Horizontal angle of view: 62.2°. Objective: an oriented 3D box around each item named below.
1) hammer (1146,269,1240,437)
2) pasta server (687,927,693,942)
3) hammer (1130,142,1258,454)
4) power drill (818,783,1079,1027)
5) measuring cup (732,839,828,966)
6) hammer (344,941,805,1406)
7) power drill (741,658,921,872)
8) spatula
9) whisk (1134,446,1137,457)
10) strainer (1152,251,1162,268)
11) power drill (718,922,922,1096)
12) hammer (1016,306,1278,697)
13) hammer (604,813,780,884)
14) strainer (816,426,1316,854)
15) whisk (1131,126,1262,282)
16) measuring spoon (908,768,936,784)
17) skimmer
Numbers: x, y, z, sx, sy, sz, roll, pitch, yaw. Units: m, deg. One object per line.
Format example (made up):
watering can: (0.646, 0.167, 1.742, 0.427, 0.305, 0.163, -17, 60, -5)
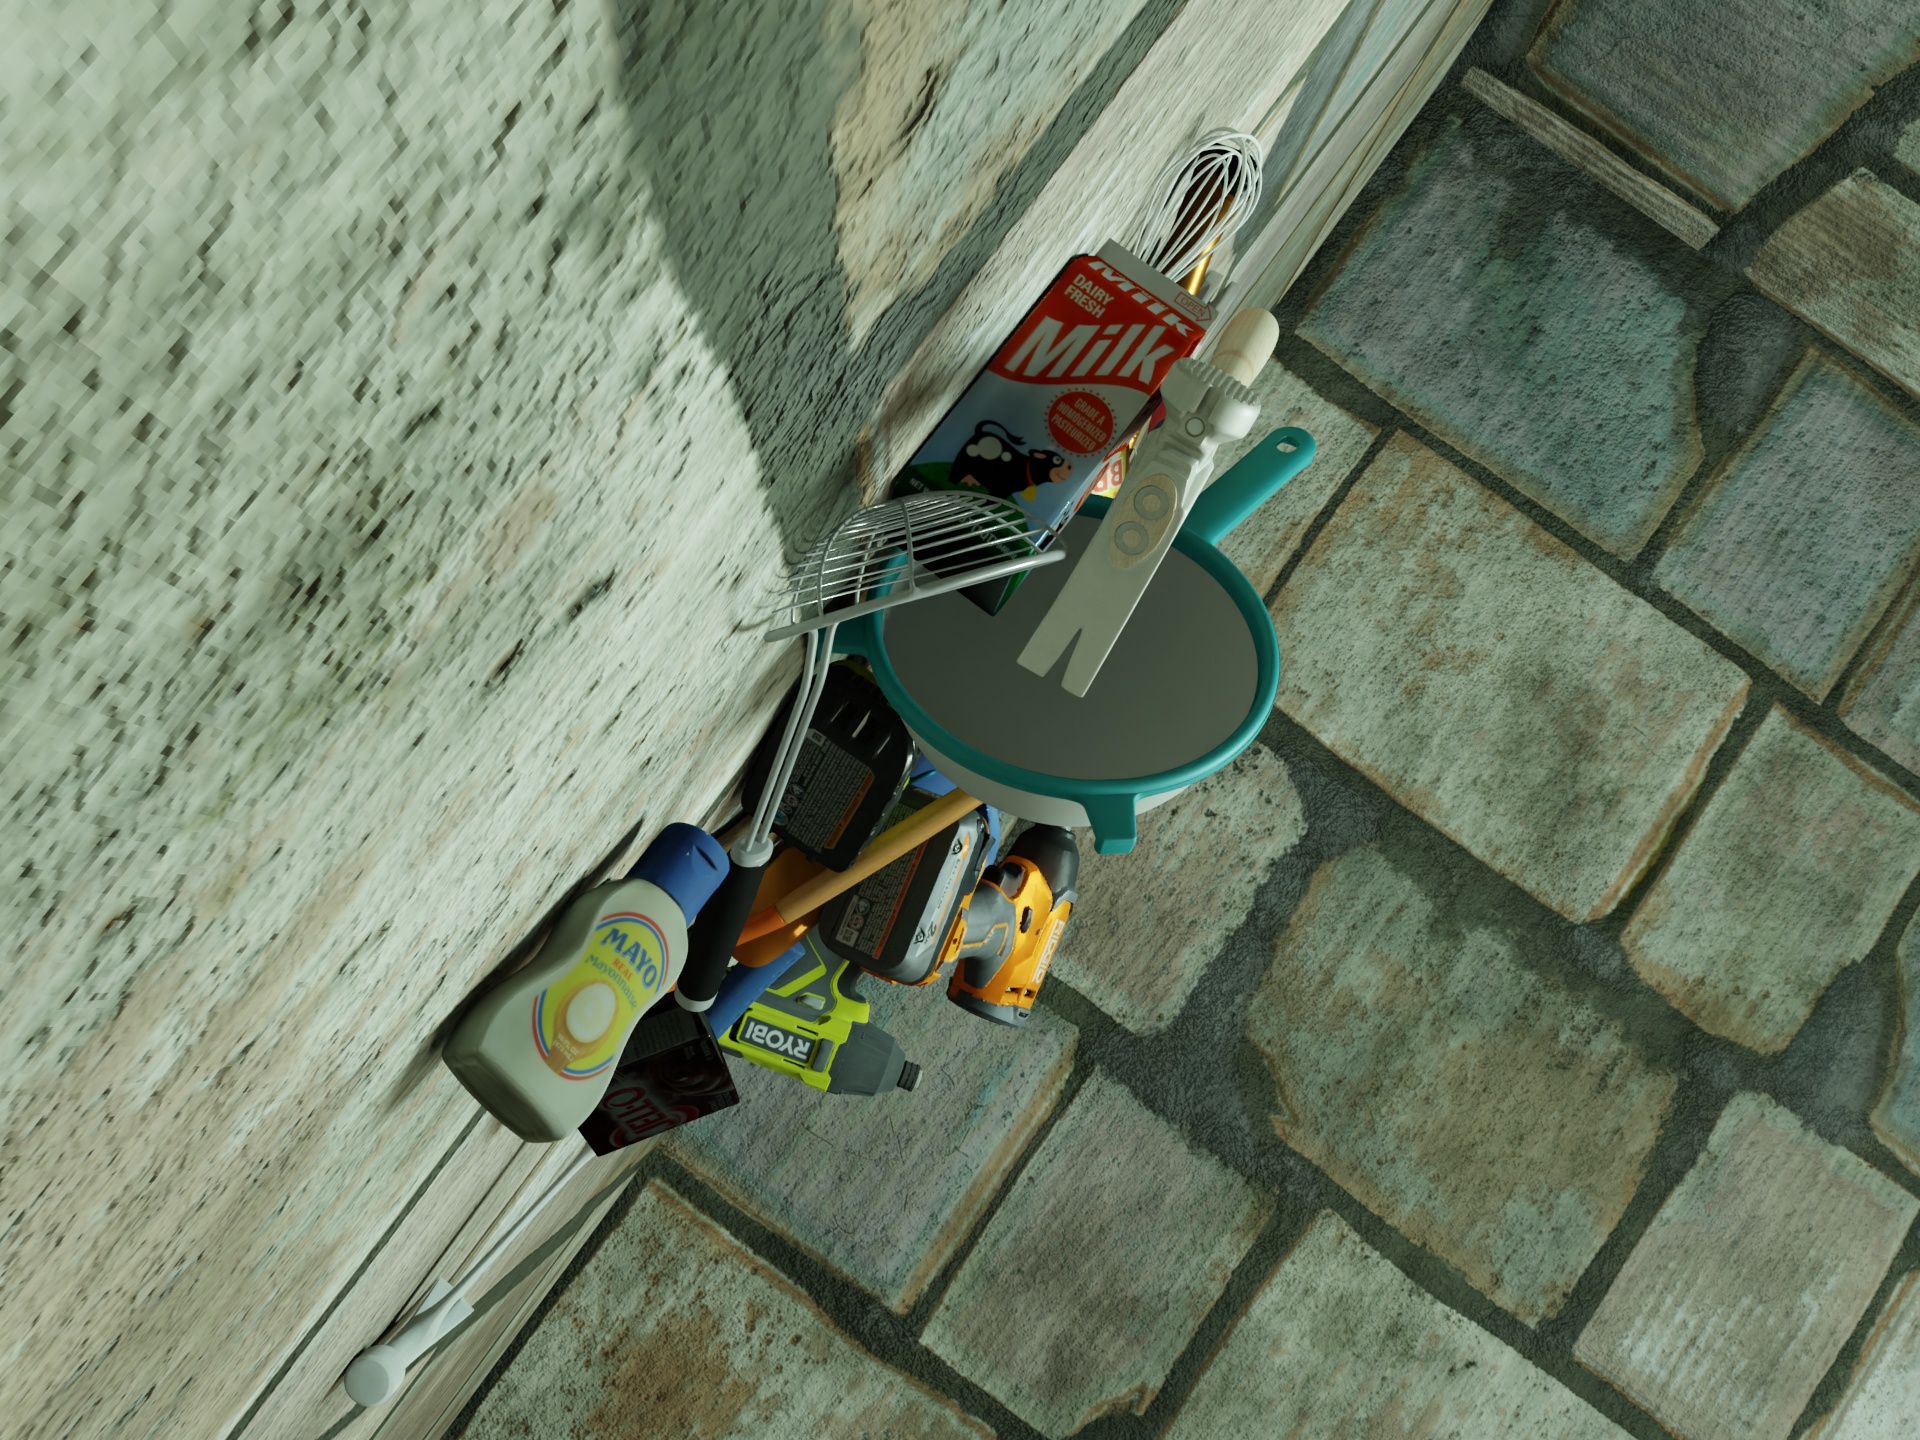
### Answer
hammer: (0.175, -0.245, 1.328, 0.143, 0.038, 0.387, -57, -171, 37)
pasta server: (-0.190, 0.171, 1.118, 0.060, 0.040, 0.316, -64, 176, 16)
hammer: (0.096, -0.186, 0.976, 0.127, 0.034, 0.336, 57, -48, 51)
power drill: (0.010, 0.114, 1.081, 0.226, 0.084, 0.164, 33, 78, -58)
measuring cup: (-0.136, 0.128, 1.072, 0.095, 0.052, 0.173, -44, -175, -24)
hammer: (-0.258, 0.297, 1.107, 0.405, 0.035, 0.144, -47, 178, 0)
power drill: (-0.027, -0.035, 0.954, 0.229, 0.080, 0.190, -55, 178, -45)
spatula: (-0.083, 0.111, 0.955, 0.322, 0.041, 0.081, -32, 149, 0)
whisk: (0.032, -0.117, 1.231, 0.284, 0.070, 0.070, -49, 177, 2)
strainer: (0.081, -0.209, 1.030, 0.258, 0.050, 0.087, -51, 177, 18)
power drill: (-0.080, 0.159, 1.167, 0.080, 0.171, 0.223, -119, -129, -84)
hammer: (0.117, -0.143, 0.809, 0.146, 0.038, 0.411, -61, 177, 27)
hammer: (-0.155, 0.099, 0.897, 0.130, 0.031, 0.331, -55, 177, 18)
strainer: (0.092, -0.052, 0.865, 0.340, 0.211, 0.095, -41, 155, -35)
whisk: (0.090, -0.231, 0.907, 0.059, 0.058, 0.246, -2, 142, -41)
measuring spoon: (-0.079, 0.055, 1.219, 0.128, 0.021, 0.042, -22, -178, 14)
skimmer: (-0.064, 0.039, 0.729, 0.127, 0.090, 0.363, -20, 146, -42)
